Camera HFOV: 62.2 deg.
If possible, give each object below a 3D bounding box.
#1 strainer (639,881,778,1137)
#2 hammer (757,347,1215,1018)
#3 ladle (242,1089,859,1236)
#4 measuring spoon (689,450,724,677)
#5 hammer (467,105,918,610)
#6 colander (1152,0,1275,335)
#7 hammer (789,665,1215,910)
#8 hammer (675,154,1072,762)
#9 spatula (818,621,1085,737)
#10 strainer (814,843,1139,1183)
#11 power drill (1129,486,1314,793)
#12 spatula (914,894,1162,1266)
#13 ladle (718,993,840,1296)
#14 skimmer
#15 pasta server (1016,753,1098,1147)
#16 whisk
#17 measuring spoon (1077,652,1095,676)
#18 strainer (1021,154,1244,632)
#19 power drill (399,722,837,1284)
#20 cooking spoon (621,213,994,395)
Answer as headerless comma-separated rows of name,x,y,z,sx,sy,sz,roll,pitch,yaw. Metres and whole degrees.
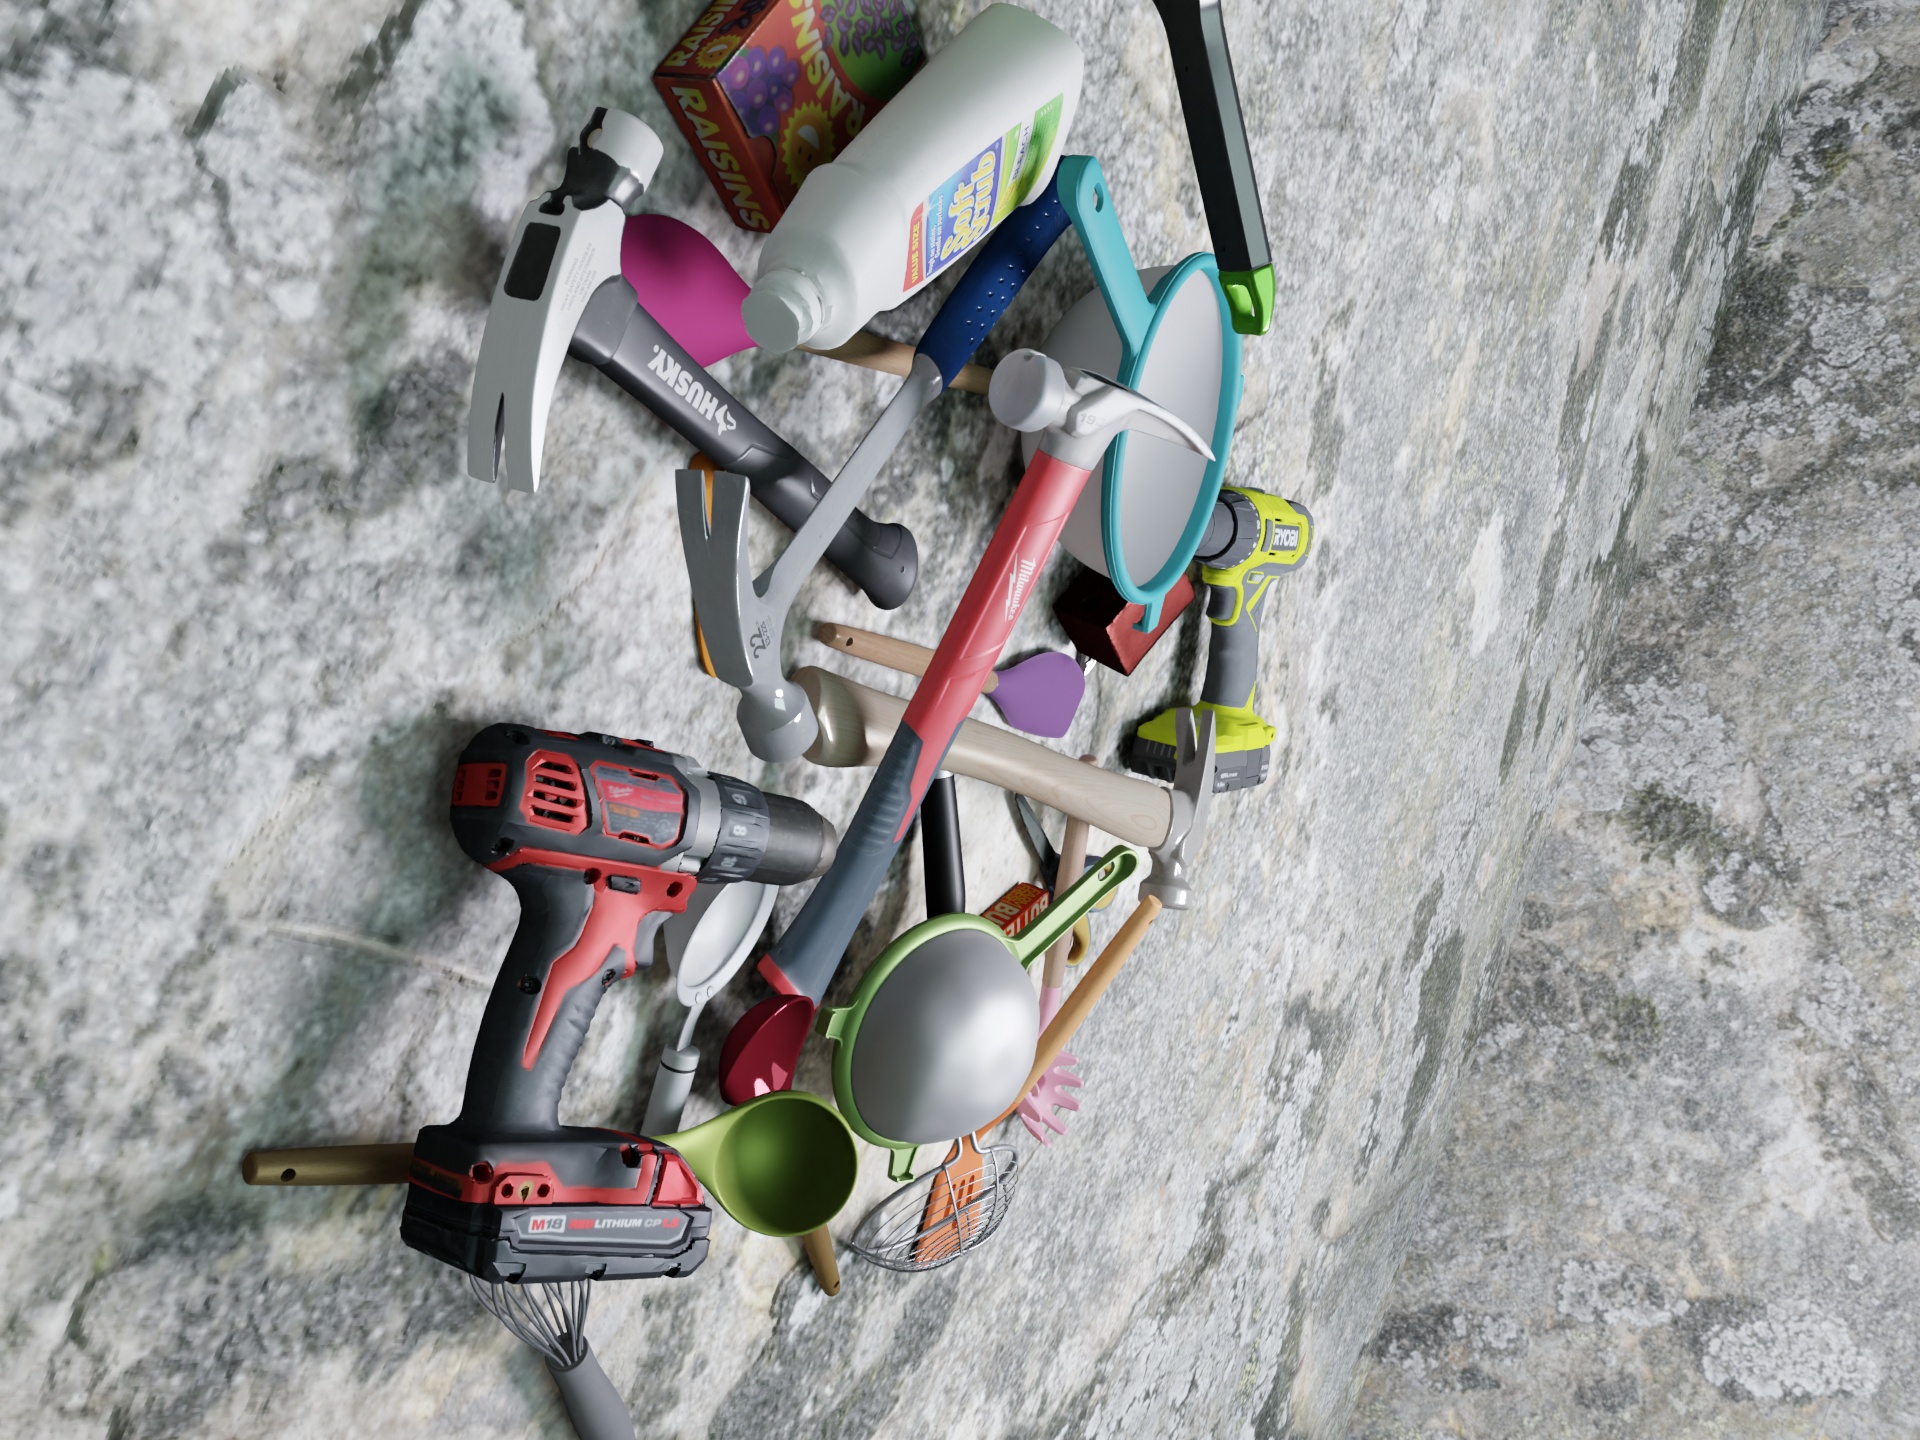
strainer,-0.145,0.166,0.824,0.087,0.050,0.258,-11,120,-68
hammer,-0.001,-0.003,0.852,0.143,0.038,0.386,9,116,-45
ladle,-0.173,0.210,0.746,0.320,0.062,0.078,15,94,-48
measuring spoon,-0.119,-0.074,0.773,0.021,0.011,0.116,-29,128,-49
hammer,-0.100,-0.119,0.735,0.334,0.035,0.146,37,72,-62
colander,0.073,-0.371,0.772,0.094,0.205,0.396,-23,112,-14
hammer,0.043,0.021,0.999,0.410,0.038,0.146,20,77,-50
hammer,-0.021,-0.171,0.792,0.143,0.035,0.406,75,34,-44
spatula,0.006,-0.030,0.986,0.315,0.018,0.060,13,101,-60
strainer,0.038,0.165,0.963,0.256,0.069,0.151,-39,128,-26
power drill,0.195,-0.066,1.215,0.190,0.080,0.228,-6,107,-57
spatula,0.056,0.255,1.126,0.081,0.041,0.322,0,128,-58
ladle,-0.097,0.261,0.939,0.069,0.031,0.315,-39,142,-30
skimmer,-0.022,0.196,1.038,0.127,0.090,0.363,-12,105,-33
pasta server,0.077,0.171,1.157,0.060,0.040,0.316,-24,128,-49
whisk,-0.198,0.321,0.812,0.055,0.055,0.238,-46,144,-37
measuring spoon,0.099,-0.090,1.113,0.034,0.018,0.124,4,109,-46
strainer,0.075,-0.207,0.917,0.211,0.095,0.340,-68,155,-15
power drill,-0.144,0.123,0.704,0.187,0.080,0.227,15,77,-42
cooking spoon,-0.067,-0.190,0.793,0.318,0.017,0.068,-4,108,-56
